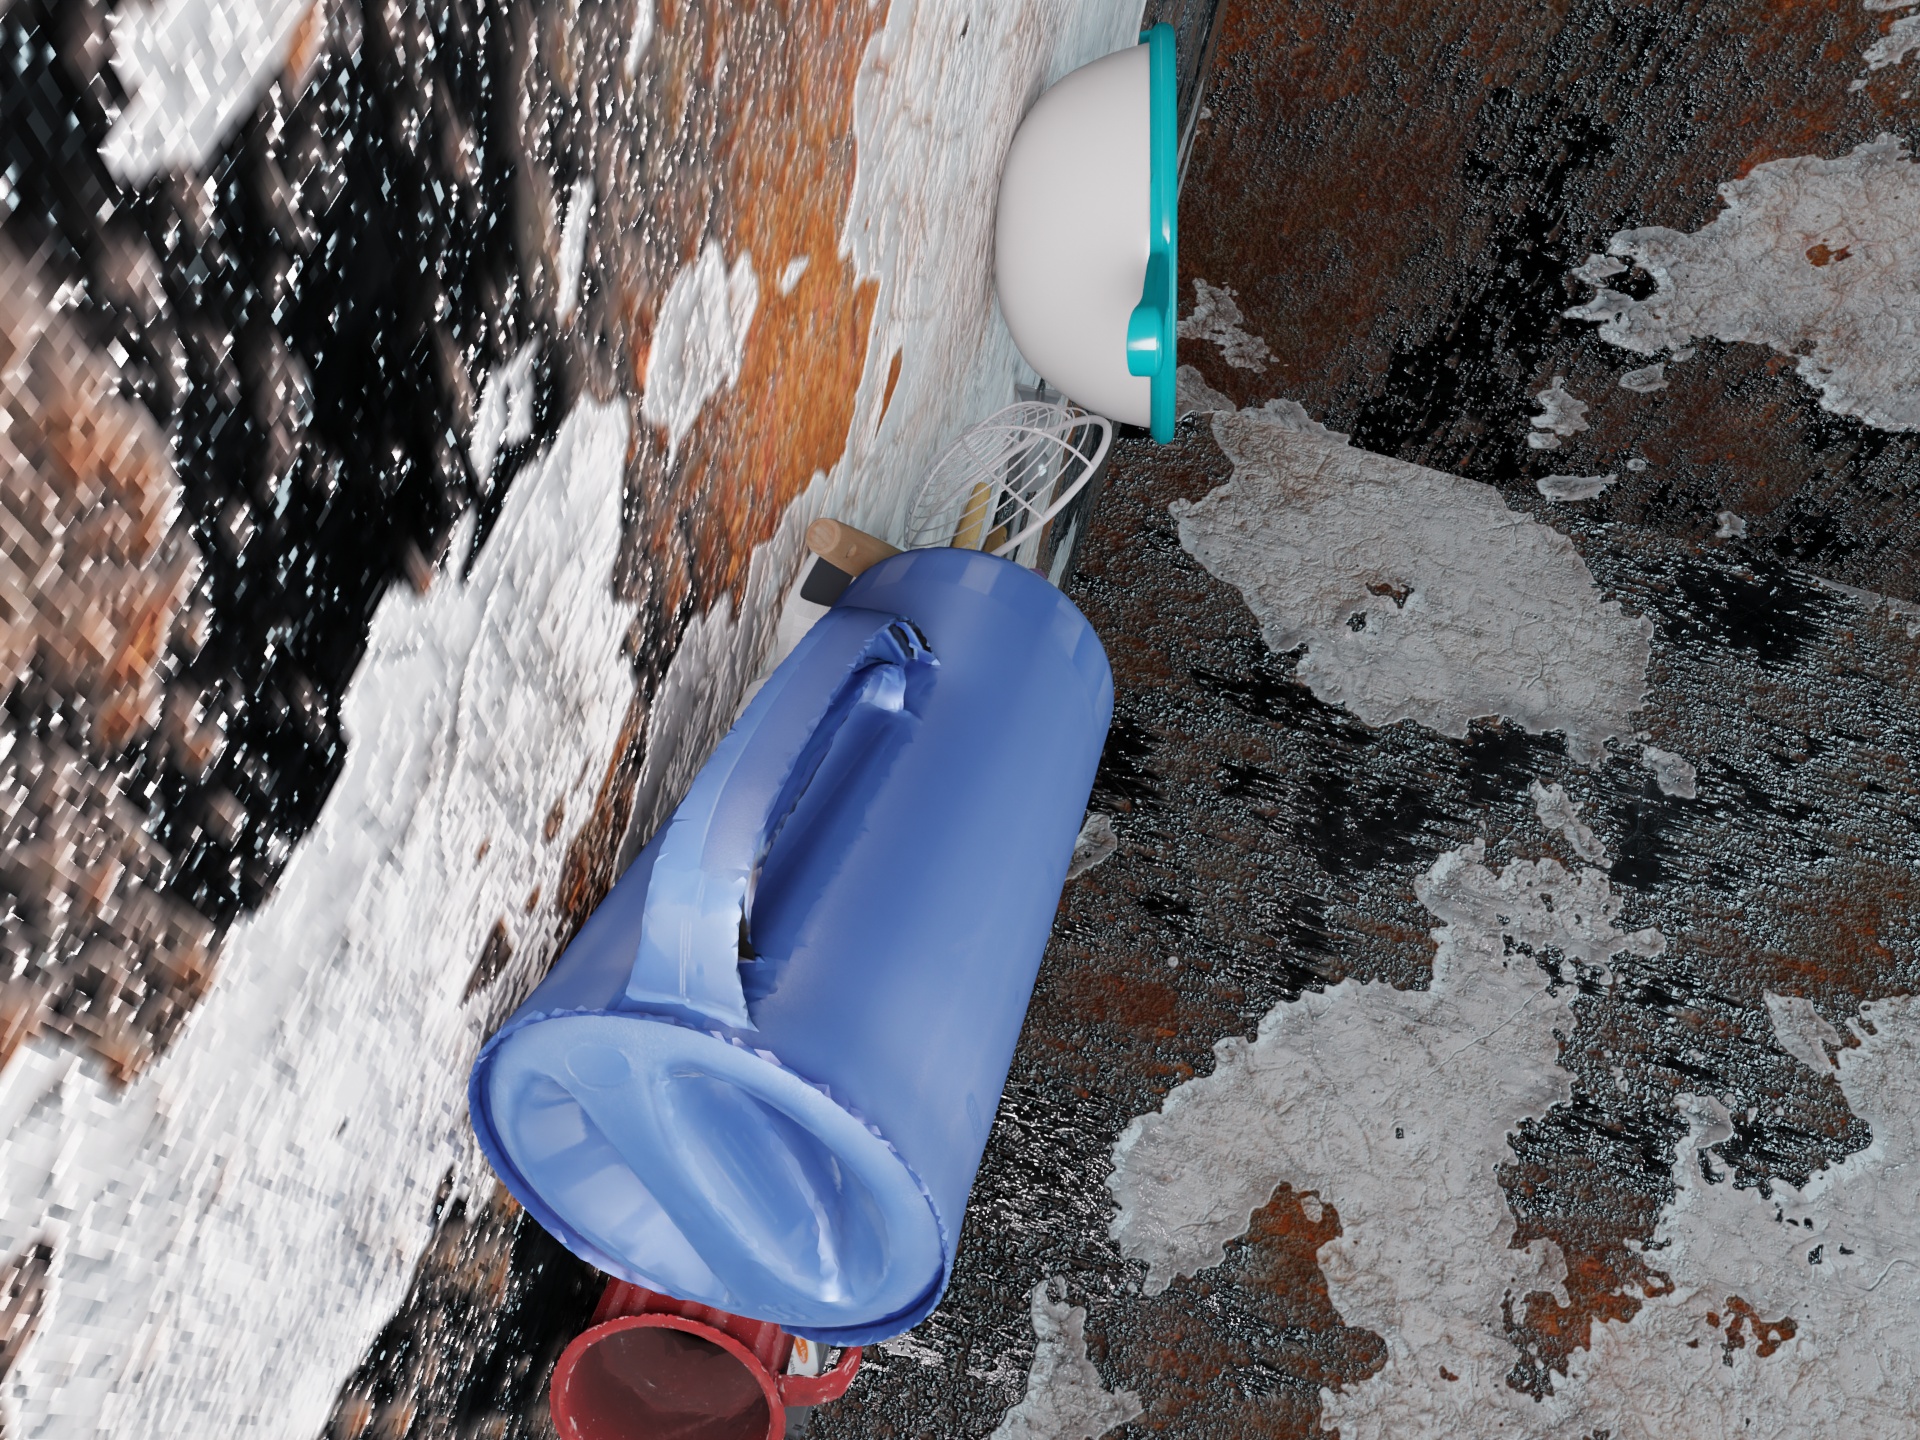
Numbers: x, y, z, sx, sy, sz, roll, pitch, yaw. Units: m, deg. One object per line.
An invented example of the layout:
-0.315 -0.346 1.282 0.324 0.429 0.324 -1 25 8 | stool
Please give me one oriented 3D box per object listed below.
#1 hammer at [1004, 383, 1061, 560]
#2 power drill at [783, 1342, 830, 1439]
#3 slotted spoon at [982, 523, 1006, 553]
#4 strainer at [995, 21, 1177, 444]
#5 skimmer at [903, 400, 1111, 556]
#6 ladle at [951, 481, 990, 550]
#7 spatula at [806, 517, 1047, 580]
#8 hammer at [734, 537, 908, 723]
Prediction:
0.023 -0.065 1.176 0.144 0.035 0.406 96 5 -65 | hammer
-0.123 0.419 1.189 0.220 0.078 0.143 -60 166 -82 | power drill
-0.004 -0.041 1.231 0.070 0.031 0.314 67 31 -45 | slotted spoon
0.059 -0.222 0.782 0.341 0.095 0.210 -74 163 -62 | strainer
-0.011 -0.003 0.877 0.127 0.090 0.363 -99 -157 -63 | skimmer
-0.025 -0.025 1.049 0.069 0.031 0.316 106 1 -67 | ladle
-0.004 -0.054 0.684 0.060 0.018 0.315 -61 165 5 | spatula
-0.064 0.030 0.746 0.330 0.033 0.128 99 10 -60 | hammer
